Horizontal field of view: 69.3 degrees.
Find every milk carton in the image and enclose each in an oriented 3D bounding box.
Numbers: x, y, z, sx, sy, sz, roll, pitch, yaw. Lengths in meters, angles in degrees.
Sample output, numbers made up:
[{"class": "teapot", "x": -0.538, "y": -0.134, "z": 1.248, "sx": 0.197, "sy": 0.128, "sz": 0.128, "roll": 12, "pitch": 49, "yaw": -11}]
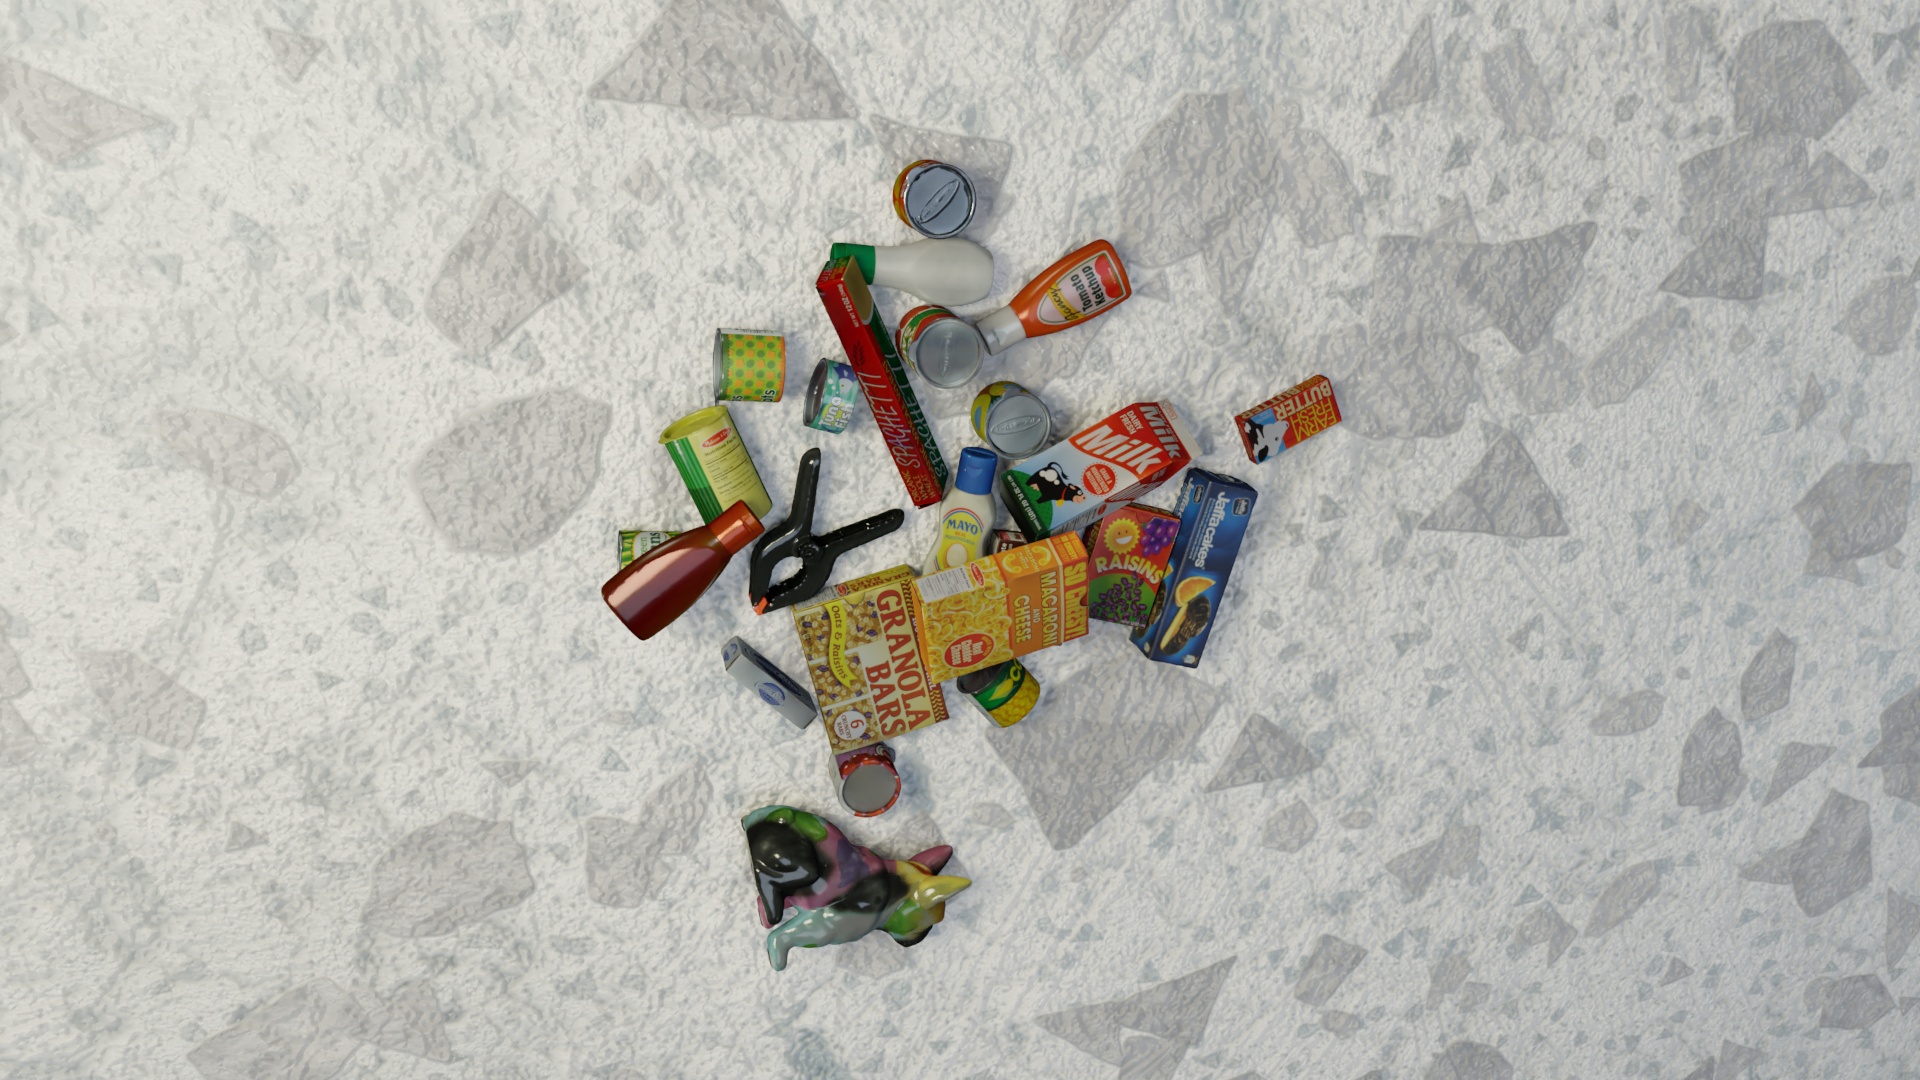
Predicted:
[{"class": "milk carton", "x": 0.137, "y": -0.069, "z": 1.352, "sx": 0.191, "sy": 0.073, "sz": 0.072, "roll": -28, "pitch": 76, "yaw": -7}]

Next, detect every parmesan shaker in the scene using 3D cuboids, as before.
[{"class": "parmesan shaker", "x": -0.225, "y": -0.063, "z": 1.275, "sx": 0.071, "sy": 0.071, "sz": 0.102, "roll": -25, "pitch": 113, "yaw": -6}]

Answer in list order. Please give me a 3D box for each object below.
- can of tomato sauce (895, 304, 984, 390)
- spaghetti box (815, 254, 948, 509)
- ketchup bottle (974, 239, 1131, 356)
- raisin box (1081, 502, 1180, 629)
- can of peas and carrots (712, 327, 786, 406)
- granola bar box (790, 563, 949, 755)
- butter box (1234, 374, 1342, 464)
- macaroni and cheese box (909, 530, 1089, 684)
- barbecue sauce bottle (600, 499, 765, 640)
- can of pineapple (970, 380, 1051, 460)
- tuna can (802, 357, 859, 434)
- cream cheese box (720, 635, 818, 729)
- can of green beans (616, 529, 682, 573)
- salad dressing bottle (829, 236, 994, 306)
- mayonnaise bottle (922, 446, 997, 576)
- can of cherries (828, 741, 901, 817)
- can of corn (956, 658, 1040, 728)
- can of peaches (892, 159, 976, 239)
[{"class": "can of tomato sauce", "x": -0.022, "y": -0.179, "z": 1.282, "sx": 0.071, "sy": 0.083, "sz": 0.071, "roll": -5, "pitch": 109, "yaw": -13}, {"class": "spaghetti box", "x": -0.068, "y": -0.142, "z": 1.278, "sx": 0.028, "sy": 0.050, "sz": 0.249, "roll": -12, "pitch": 124, "yaw": 19}, {"class": "ketchup bottle", "x": 0.085, "y": -0.225, "z": 1.318, "sx": 0.149, "sy": 0.043, "sz": 0.064, "roll": -29, "pitch": 113, "yaw": -4}, {"class": "raisin box", "x": 0.164, "y": 0.022, "z": 1.424, "sx": 0.086, "sy": 0.040, "sz": 0.123, "roll": 13, "pitch": 104, "yaw": -18}, {"class": "can of peas and carrots", "x": -0.191, "y": -0.155, "z": 1.253, "sx": 0.059, "sy": 0.071, "sz": 0.070, "roll": 0, "pitch": 108, "yaw": -16}, {"class": "granola bar box", "x": -0.090, "y": 0.120, "z": 1.388, "sx": 0.124, "sy": 0.039, "sz": 0.165, "roll": -17, "pitch": 112, "yaw": -10}, {"class": "butter box", "x": 0.338, "y": -0.125, "z": 1.431, "sx": 0.103, "sy": 0.024, "sz": 0.053, "roll": -27, "pitch": 113, "yaw": -5}, {"class": "macaroni and cheese box", "x": 0.041, "y": 0.066, "z": 1.336, "sx": 0.167, "sy": 0.040, "sz": 0.123, "roll": -17, "pitch": 139, "yaw": -9}, {"class": "barbecue sauce bottle", "x": -0.243, "y": 0.022, "z": 1.239, "sx": 0.148, "sy": 0.044, "sz": 0.064, "roll": -38, "pitch": 114, "yaw": -3}, {"class": "can of pineapple", "x": 0.048, "y": -0.118, "z": 1.336, "sx": 0.071, "sy": 0.058, "sz": 0.070, "roll": -5, "pitch": 109, "yaw": -14}, {"class": "tuna can", "x": -0.119, "y": -0.131, "z": 1.279, "sx": 0.033, "sy": 0.071, "sz": 0.071, "roll": 14, "pitch": 104, "yaw": -20}, {"class": "cream cheese box", "x": -0.188, "y": 0.139, "z": 1.360, "sx": 0.103, "sy": 0.053, "sz": 0.024, "roll": 42, "pitch": 92, "yaw": -23}, {"class": "can of green beans", "x": -0.288, "y": 0.023, "z": 1.287, "sx": 0.058, "sy": 0.071, "sz": 0.071, "roll": 1, "pitch": 108, "yaw": -16}, {"class": "salad dressing bottle", "x": -0.045, "y": -0.250, "z": 1.275, "sx": 0.148, "sy": 0.044, "sz": 0.064, "roll": 2, "pitch": 108, "yaw": -14}, {"class": "mayonnaise bottle", "x": 0.005, "y": -0.017, "z": 1.356, "sx": 0.065, "sy": 0.041, "sz": 0.147, "roll": 14, "pitch": 111, "yaw": 8}, {"class": "can of cherries", "x": -0.096, "y": 0.239, "z": 1.416, "sx": 0.071, "sy": 0.058, "sz": 0.071, "roll": -5, "pitch": 109, "yaw": -13}, {"class": "can of corn", "x": 0.041, "y": 0.147, "z": 1.417, "sx": 0.071, "sy": 0.071, "sz": 0.058, "roll": -41, "pitch": 114, "yaw": 1}, {"class": "can of peaches", "x": -0.026, "y": -0.310, "z": 1.252, "sx": 0.071, "sy": 0.058, "sz": 0.071, "roll": -5, "pitch": 109, "yaw": -13}]
